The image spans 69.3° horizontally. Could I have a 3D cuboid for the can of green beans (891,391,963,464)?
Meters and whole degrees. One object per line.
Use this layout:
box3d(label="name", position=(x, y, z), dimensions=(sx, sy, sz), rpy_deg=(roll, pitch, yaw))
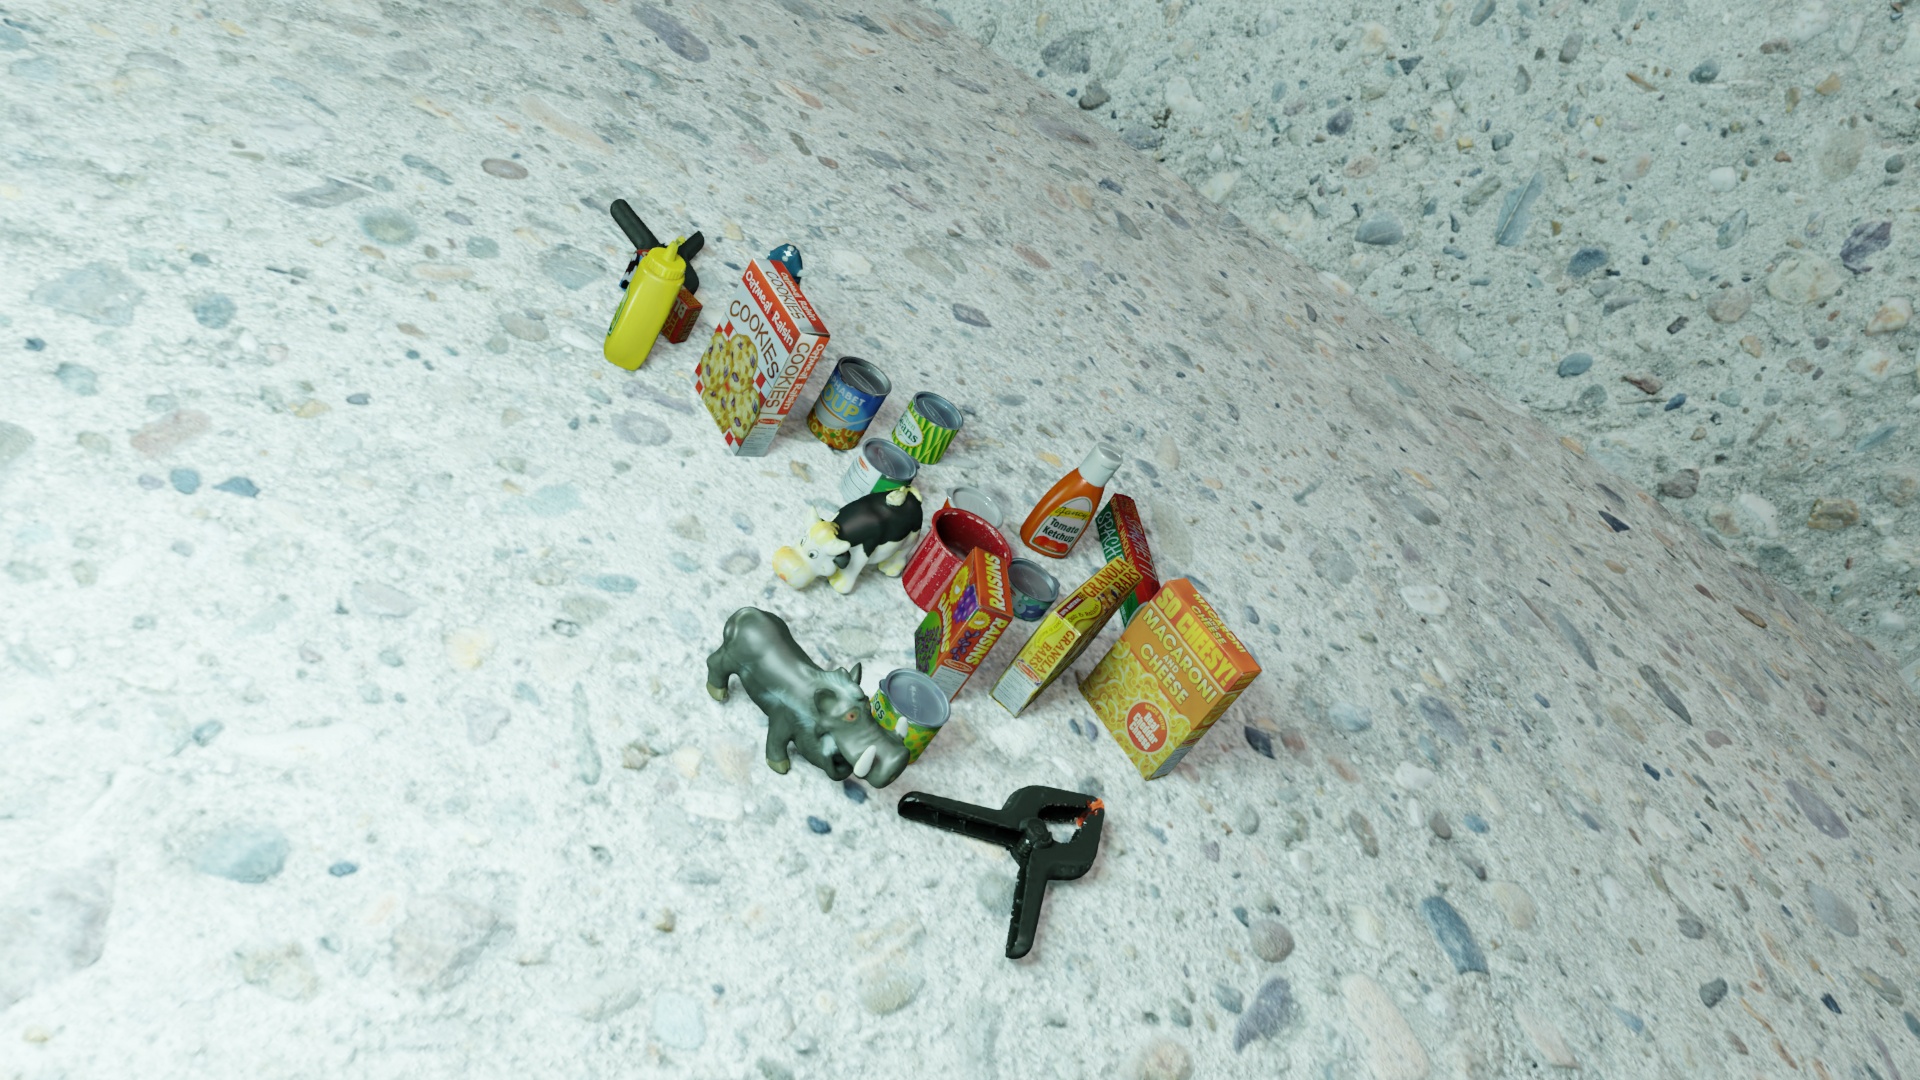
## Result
box3d(label="can of green beans", position=(-0.039, -0.131, 1.616), dimensions=(0.071, 0.057, 0.071), rpy_deg=(24, 33, -17))

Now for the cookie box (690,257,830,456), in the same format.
box3d(label="cookie box", position=(-0.208, -0.188, 1.434), dimensions=(0.040, 0.166, 0.123), rpy_deg=(0, 46, -43))

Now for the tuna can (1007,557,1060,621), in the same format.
box3d(label="tuna can", position=(0.072, 0.053, 1.497), dimensions=(0.071, 0.032, 0.071), rpy_deg=(24, 33, -17))

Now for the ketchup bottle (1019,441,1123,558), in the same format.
box3d(label="ketchup bottle", position=(0.129, -0.047, 1.573), dimensions=(0.065, 0.148, 0.044), rpy_deg=(20, 34, -22))

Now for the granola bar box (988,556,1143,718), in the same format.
box3d(label="granola bar box", position=(0.107, 0.093, 1.389), dimensions=(0.039, 0.123, 0.166), rpy_deg=(41, 32, 10))

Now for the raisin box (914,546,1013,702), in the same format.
box3d(label="raisin box", position=(0.001, 0.080, 1.311), dimensions=(0.040, 0.122, 0.086), rpy_deg=(22, 34, -20))

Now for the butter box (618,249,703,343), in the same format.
box3d(label="butter box", position=(-0.332, -0.270, 1.538), dimensions=(0.103, 0.053, 0.024), rpy_deg=(46, 33, 18))

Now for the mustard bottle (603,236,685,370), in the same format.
box3d(label="mustard bottle", position=(-0.318, -0.250, 1.423), dimensions=(0.049, 0.159, 0.065), rpy_deg=(22, 34, -20))

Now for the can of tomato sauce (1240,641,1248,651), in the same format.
box3d(label="can of tomato sauce", position=(0.266, 0.145, 1.505), dimensions=(0.071, 0.082, 0.071), rpy_deg=(24, 33, -17))

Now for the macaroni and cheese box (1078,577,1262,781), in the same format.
box3d(label="macaroni and cheese box", position=(0.205, 0.138, 1.381), dimensions=(0.040, 0.165, 0.124), rpy_deg=(-4, 48, -46))

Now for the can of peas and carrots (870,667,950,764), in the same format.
box3d(label="can of peas and carrots", position=(-0.053, 0.155, 1.223), dimensions=(0.071, 0.058, 0.071), rpy_deg=(24, 33, -17))

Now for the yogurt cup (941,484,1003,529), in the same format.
box3d(label="yogurt cup", position=(0.005, -0.019, 1.512), dimensions=(0.072, 0.053, 0.073), rpy_deg=(24, 33, -17))

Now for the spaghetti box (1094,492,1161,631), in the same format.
box3d(label="spaghetti box", position=(0.201, 0.039, 1.618), dimensions=(0.029, 0.050, 0.251), rpy_deg=(20, 35, -22))

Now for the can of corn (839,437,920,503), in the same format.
box3d(label="can of corn", position=(-0.086, -0.066, 1.487), dimensions=(0.071, 0.058, 0.071), rpy_deg=(24, 33, -17))

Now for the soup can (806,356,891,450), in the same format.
box3d(label="soup can", position=(-0.126, -0.151, 1.539), dimensions=(0.071, 0.083, 0.072), rpy_deg=(24, 33, -17))
